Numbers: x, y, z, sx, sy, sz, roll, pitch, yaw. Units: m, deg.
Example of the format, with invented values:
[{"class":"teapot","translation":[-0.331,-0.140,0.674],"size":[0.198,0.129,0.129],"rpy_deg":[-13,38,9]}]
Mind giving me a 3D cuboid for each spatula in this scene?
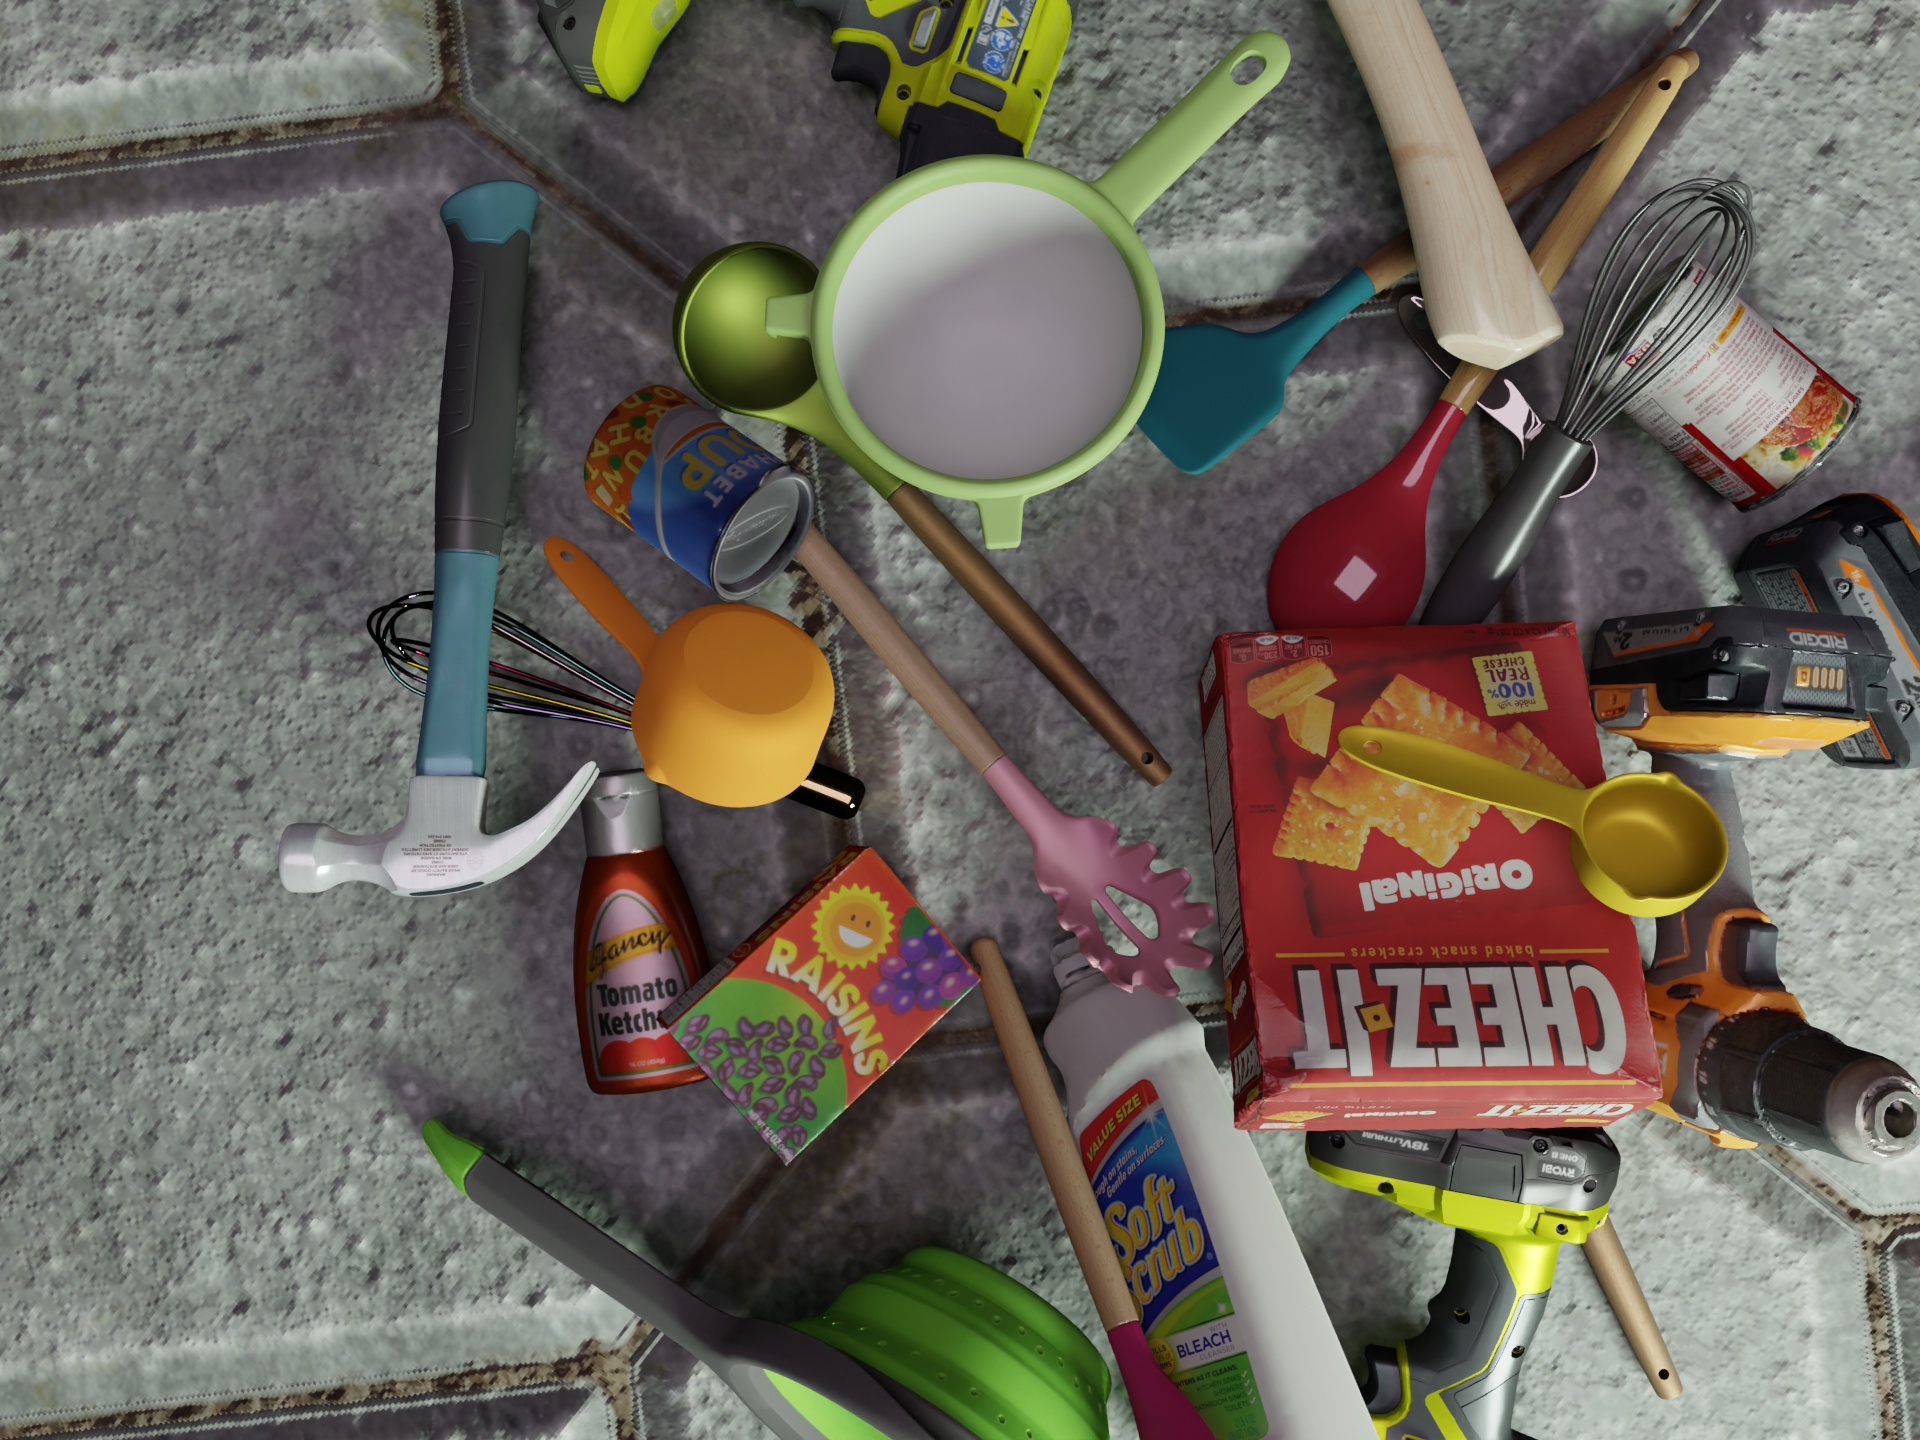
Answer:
[{"class":"spatula","translation":[0.276,0.179,0.761],"size":[0.060,0.018,0.316],"rpy_deg":[-24,91,5]},{"class":"spatula","translation":[0.210,-0.222,0.734],"size":[0.317,0.044,0.082],"rpy_deg":[-35,70,0]}]

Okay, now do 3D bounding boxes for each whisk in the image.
[{"class":"whisk","translation":[0.265,-0.124,0.697],"size":[0.055,0.055,0.238],"rpy_deg":[25,120,0]},{"class":"whisk","translation":[-0.162,-0.002,0.748],"size":[0.245,0.047,0.051],"rpy_deg":[21,91,-3]}]

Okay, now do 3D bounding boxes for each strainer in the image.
[{"class":"strainer","translation":[0.049,-0.202,0.705],"size":[0.151,0.069,0.256],"rpy_deg":[44,85,5]}]

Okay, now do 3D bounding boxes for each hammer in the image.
[{"class":"hammer","translation":[-0.222,-0.087,0.714],"size":[0.128,0.033,0.331],"rpy_deg":[2,79,-8]},{"class":"hammer","translation":[0.179,-0.354,0.712],"size":[0.146,0.038,0.411],"rpy_deg":[-23,85,0]}]

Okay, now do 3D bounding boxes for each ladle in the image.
[{"class":"ladle","translation":[0.242,-0.165,0.733],"size":[0.069,0.031,0.315],"rpy_deg":[33,95,8]},{"class":"ladle","translation":[-0.010,-0.089,0.737],"size":[0.078,0.062,0.320],"rpy_deg":[-43,94,-3]}]

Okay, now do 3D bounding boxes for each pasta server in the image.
[{"class":"pasta server","translation":[-0.001,-0.002,0.731],"size":[0.060,0.040,0.316],"rpy_deg":[-39,83,-13]}]

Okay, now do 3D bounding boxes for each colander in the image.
[{"class":"colander","translation":[-0.069,0.266,0.730],"size":[0.397,0.204,0.094],"rpy_deg":[28,58,15]}]

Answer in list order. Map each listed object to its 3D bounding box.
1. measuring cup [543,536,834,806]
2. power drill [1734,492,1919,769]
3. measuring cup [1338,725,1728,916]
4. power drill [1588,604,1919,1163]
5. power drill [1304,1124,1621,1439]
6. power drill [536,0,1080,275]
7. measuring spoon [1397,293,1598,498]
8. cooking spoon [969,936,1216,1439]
[{"class":"measuring cup","translation":[-0.130,-0.040,0.726],"size":[0.174,0.052,0.095],"rpy_deg":[45,49,12]},{"class":"power drill","translation":[0.479,-0.091,0.720],"size":[0.226,0.084,0.164],"rpy_deg":[-27,91,-3]},{"class":"measuring cup","translation":[0.231,0.036,0.656],"size":[0.156,0.029,0.062],"rpy_deg":[19,62,17]},{"class":"power drill","translation":[0.335,0.068,0.675],"size":[0.084,0.185,0.226],"rpy_deg":[4,89,-9]},{"class":"power drill","translation":[0.201,0.280,0.734],"size":[0.190,0.080,0.228],"rpy_deg":[8,96,11]},{"class":"power drill","translation":[-0.067,-0.315,0.720],"size":[0.223,0.080,0.171],"rpy_deg":[20,92,-3]},{"class":"measuring spoon","translation":[0.251,-0.155,0.753],"size":[0.034,0.018,0.124],"rpy_deg":[-42,84,9]},{"class":"cooking spoon","translation":[0.060,0.237,0.688],"size":[0.017,0.068,0.319],"rpy_deg":[-4,56,-28]}]
